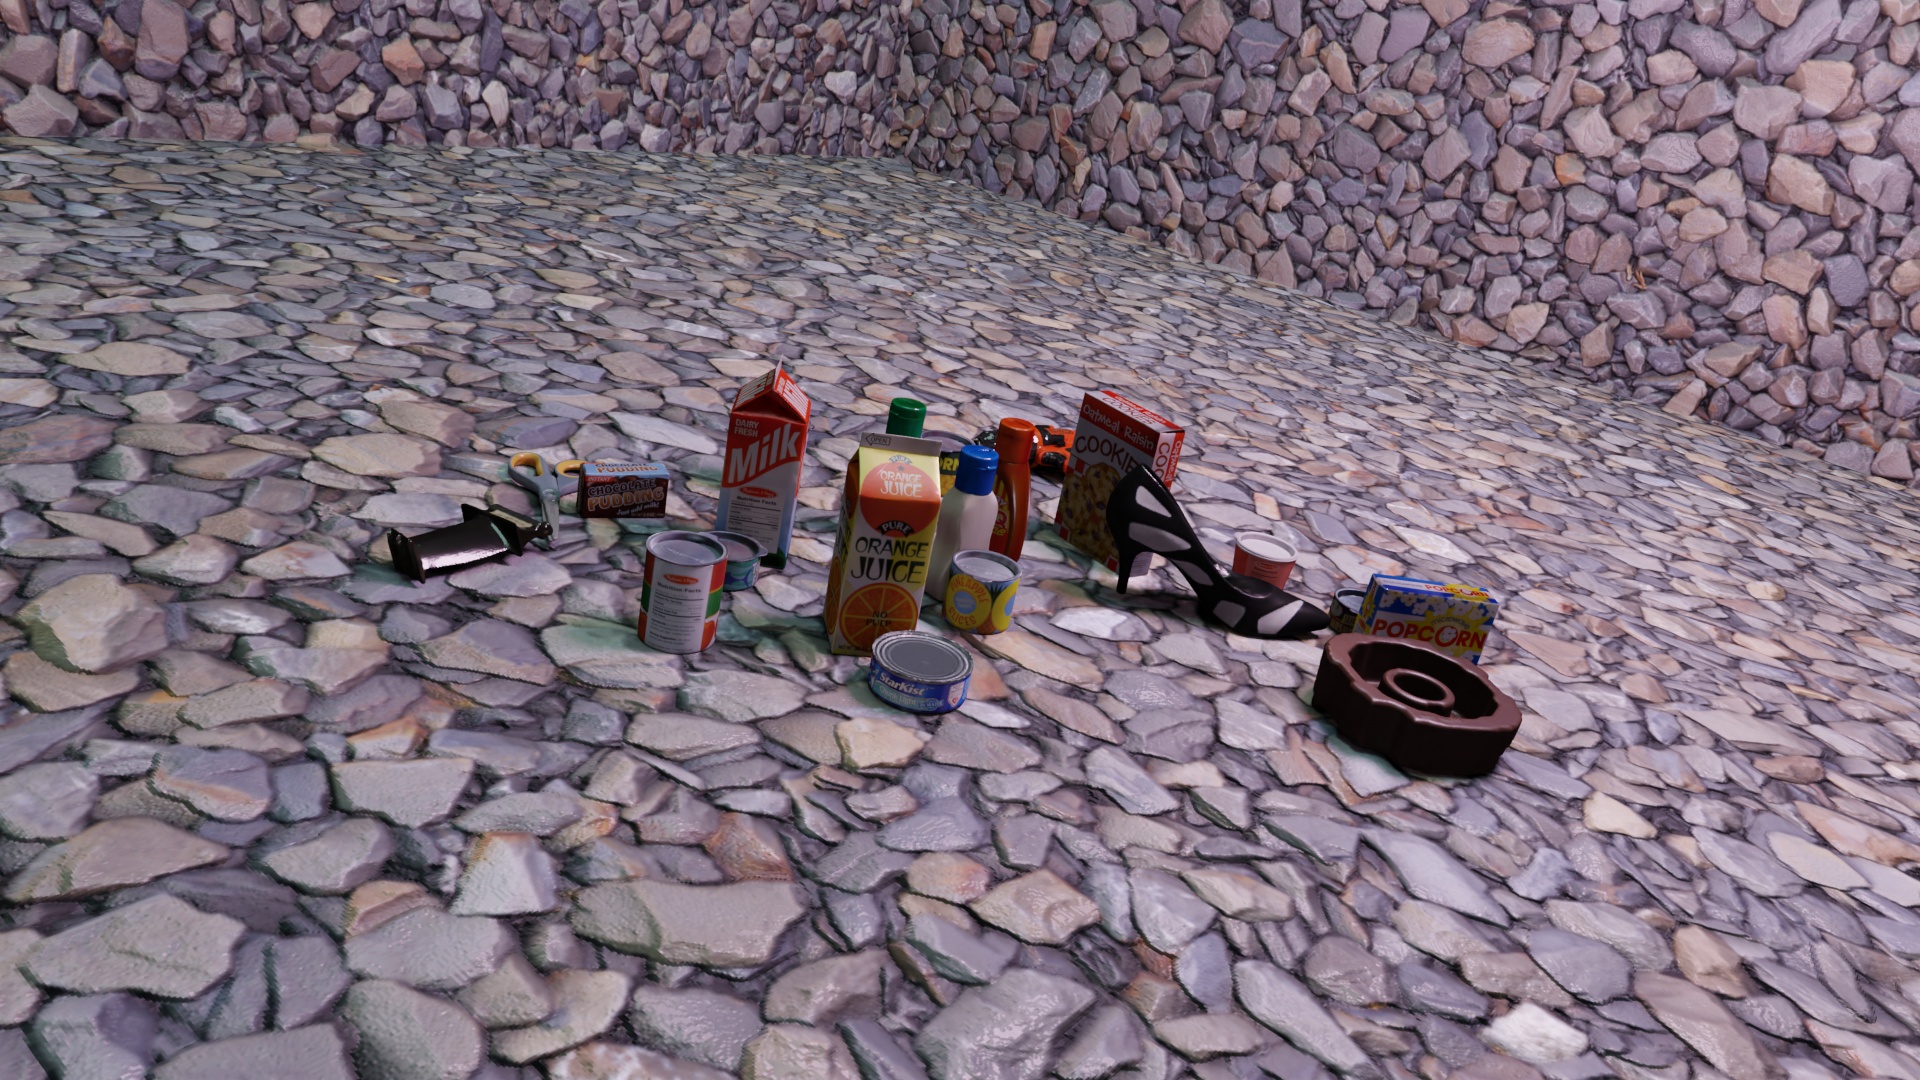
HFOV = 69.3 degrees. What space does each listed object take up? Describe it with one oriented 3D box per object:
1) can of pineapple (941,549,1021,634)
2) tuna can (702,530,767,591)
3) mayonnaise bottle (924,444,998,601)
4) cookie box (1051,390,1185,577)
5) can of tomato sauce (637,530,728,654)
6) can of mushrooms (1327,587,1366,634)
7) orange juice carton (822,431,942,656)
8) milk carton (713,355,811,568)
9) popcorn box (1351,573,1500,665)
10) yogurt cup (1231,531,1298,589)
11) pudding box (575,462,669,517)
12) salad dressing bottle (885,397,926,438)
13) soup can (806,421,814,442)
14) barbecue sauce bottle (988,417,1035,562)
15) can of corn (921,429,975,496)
[{"bbox_3d":[0.018,0.048,1.292,0.071,0.057,0.071,10,22,-4],"label":"can of pineapple"},{"bbox_3d":[-0.215,0.019,1.279,0.071,0.032,0.071,10,23,-4],"label":"tuna can"},{"bbox_3d":[0.005,-0.017,1.321,0.065,0.147,0.041,-11,31,-43],"label":"mayonnaise bottle"},{"bbox_3d":[0.167,-0.062,1.482,0.040,0.166,0.123,-6,28,-37],"label":"cookie box"},{"bbox_3d":[-0.231,0.042,1.152,0.071,0.082,0.071,10,22,-4],"label":"can of tomato sauce"},{"bbox_3d":[0.417,0.078,1.446,0.071,0.033,0.071,10,23,-4],"label":"can of mushrooms"},{"bbox_3d":[-0.066,-0.001,1.191,0.072,0.191,0.073,5,23,-15],"label":"orange juice carton"},{"bbox_3d":[-0.186,-0.077,1.316,0.073,0.189,0.072,9,22,-7],"label":"milk carton"},{"bbox_3d":[0.462,0.084,1.387,0.127,0.085,0.038,8,22,-10],"label":"popcorn box"},{"bbox_3d":[0.323,0.029,1.491,0.072,0.053,0.073,10,22,-4],"label":"yogurt cup"},{"bbox_3d":[-0.331,-0.050,1.363,0.084,0.049,0.030,0,25,-27],"label":"pudding box"},{"bbox_3d":[-0.065,-0.071,1.416,0.044,0.147,0.064,-11,31,-44],"label":"salad dressing bottle"},{"bbox_3d":[-0.196,-0.091,1.481,0.071,0.083,0.071,10,22,-4],"label":"soup can"},{"bbox_3d":[0.044,-0.051,1.421,0.065,0.148,0.044,25,26,30],"label":"barbecue sauce bottle"},{"bbox_3d":[-0.021,-0.087,1.592,0.071,0.058,0.071,10,22,-4],"label":"can of corn"}]
